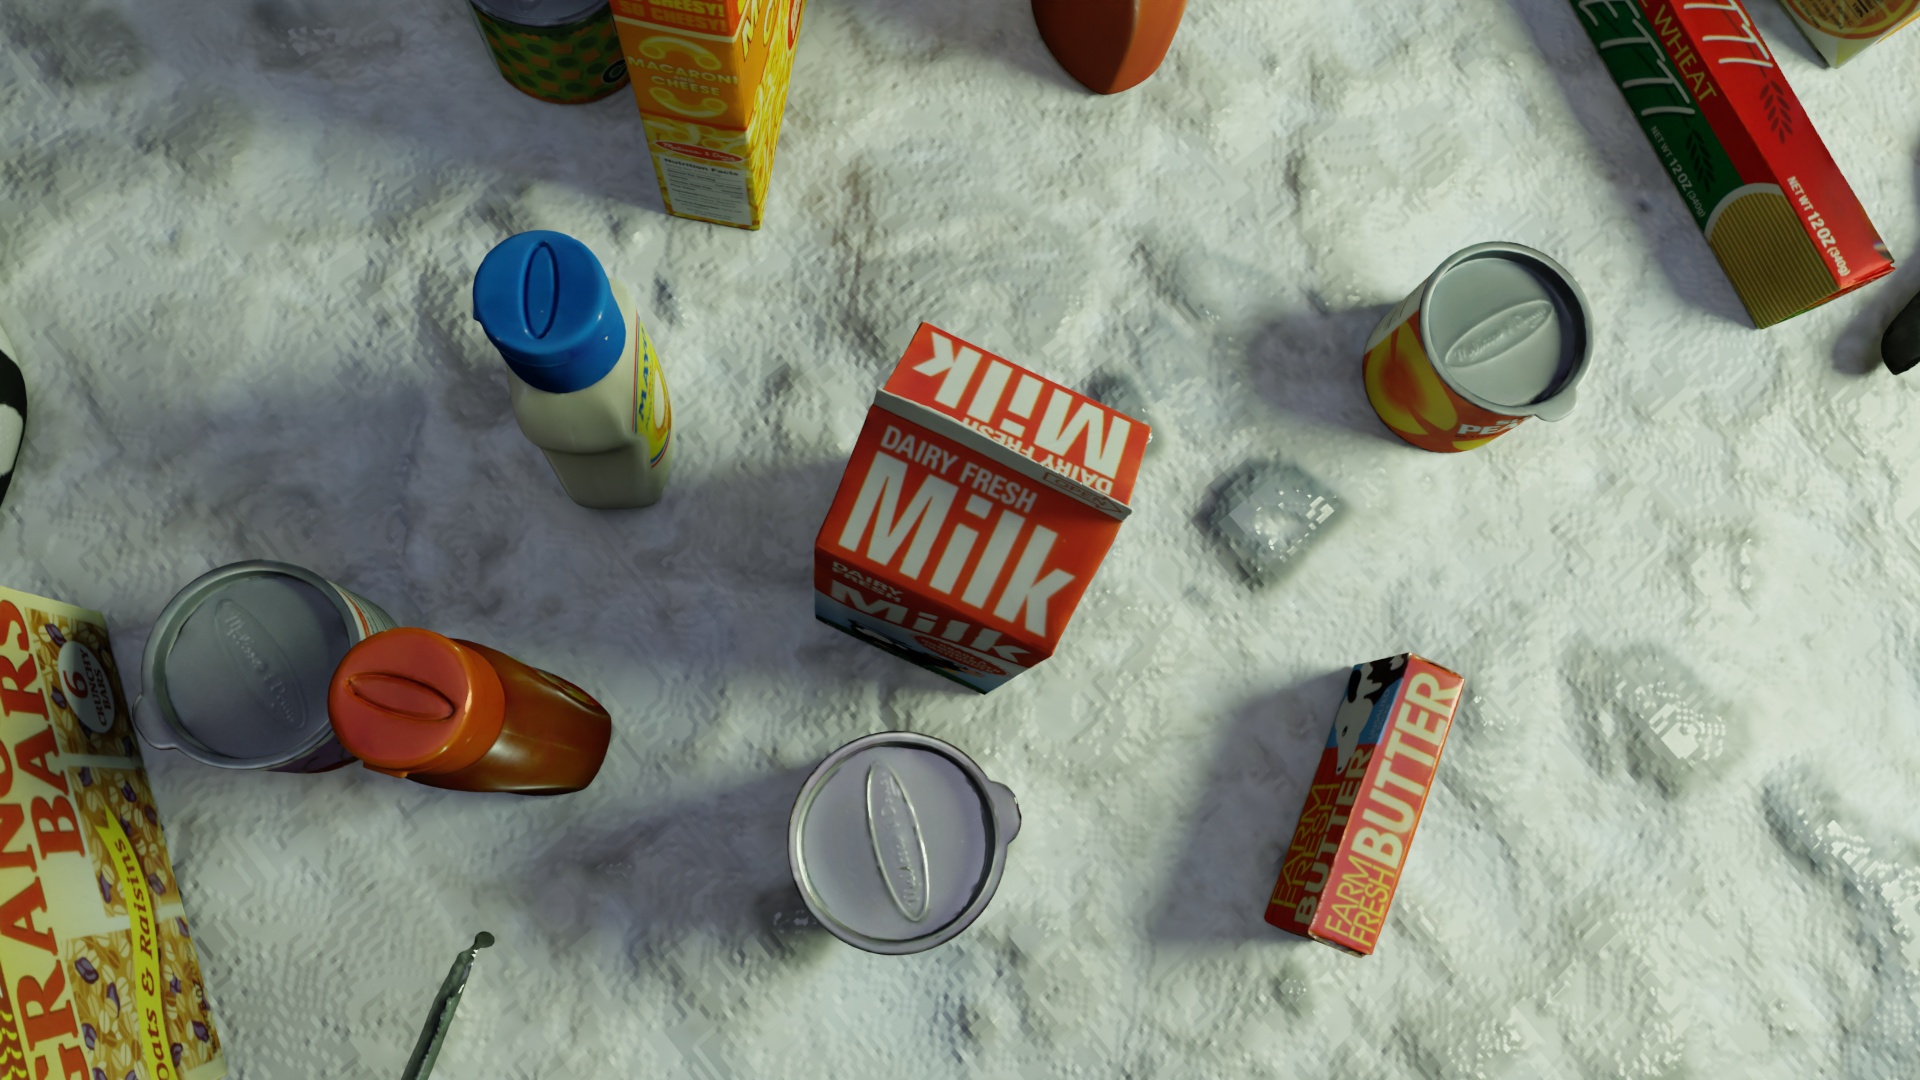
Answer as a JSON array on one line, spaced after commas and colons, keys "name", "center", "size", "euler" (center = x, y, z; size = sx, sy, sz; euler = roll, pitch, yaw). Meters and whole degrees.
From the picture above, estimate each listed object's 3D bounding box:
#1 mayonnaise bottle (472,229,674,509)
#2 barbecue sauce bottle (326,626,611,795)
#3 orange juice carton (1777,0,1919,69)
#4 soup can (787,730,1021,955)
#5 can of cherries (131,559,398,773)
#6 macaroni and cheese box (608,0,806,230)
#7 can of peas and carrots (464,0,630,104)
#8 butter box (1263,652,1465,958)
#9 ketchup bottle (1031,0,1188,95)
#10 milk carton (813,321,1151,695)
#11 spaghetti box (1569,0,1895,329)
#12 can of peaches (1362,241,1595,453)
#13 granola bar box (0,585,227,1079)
[{"name": "mayonnaise bottle", "center": [-0.120, -0.053, 0.445], "size": [0.041, 0.148, 0.065], "euler": [0, 79, -5]}, {"name": "barbecue sauce bottle", "center": [-0.148, 0.054, 0.421], "size": [0.065, 0.148, 0.044], "euler": [17, 78, -2]}, {"name": "orange juice carton", "center": [0.394, -0.266, 0.516], "size": [0.072, 0.192, 0.073], "euler": [-33, 84, -10]}, {"name": "soup can", "center": [-0.020, 0.098, 0.457], "size": [0.071, 0.083, 0.071], "euler": [1, 79, -5]}, {"name": "can of cherries", "center": [-0.226, 0.045, 0.461], "size": [0.071, 0.058, 0.071], "euler": [1, 79, -5]}, {"name": "macaroni and cheese box", "center": [-0.078, -0.197, 0.469], "size": [0.040, 0.166, 0.124], "euler": [10, 78, -4]}, {"name": "can of peas and carrots", "center": [-0.149, -0.206, 0.519], "size": [0.071, 0.058, 0.071], "euler": [1, 79, -5]}, {"name": "butter box", "center": [0.142, 0.092, 0.490], "size": [0.024, 0.053, 0.104], "euler": [24, 77, -1]}, {"name": "ketchup bottle", "center": [0.061, -0.222, 0.497], "size": [0.043, 0.148, 0.065], "euler": [-31, 84, -10]}, {"name": "milk carton", "center": [0.002, -0.005, 0.426], "size": [0.072, 0.190, 0.073], "euler": [24, 78, 0]}, {"name": "spaghetti box", "center": [0.290, -0.206, 0.567], "size": [0.029, 0.050, 0.250], "euler": [-24, 82, -9]}, {"name": "can of peaches", "center": [0.195, -0.069, 0.525], "size": [0.071, 0.058, 0.071], "euler": [1, 79, -5]}, {"name": "granola bar box", "center": [-0.283, 0.096, 0.411], "size": [0.039, 0.124, 0.165], "euler": [-19, 81, -9]}]
